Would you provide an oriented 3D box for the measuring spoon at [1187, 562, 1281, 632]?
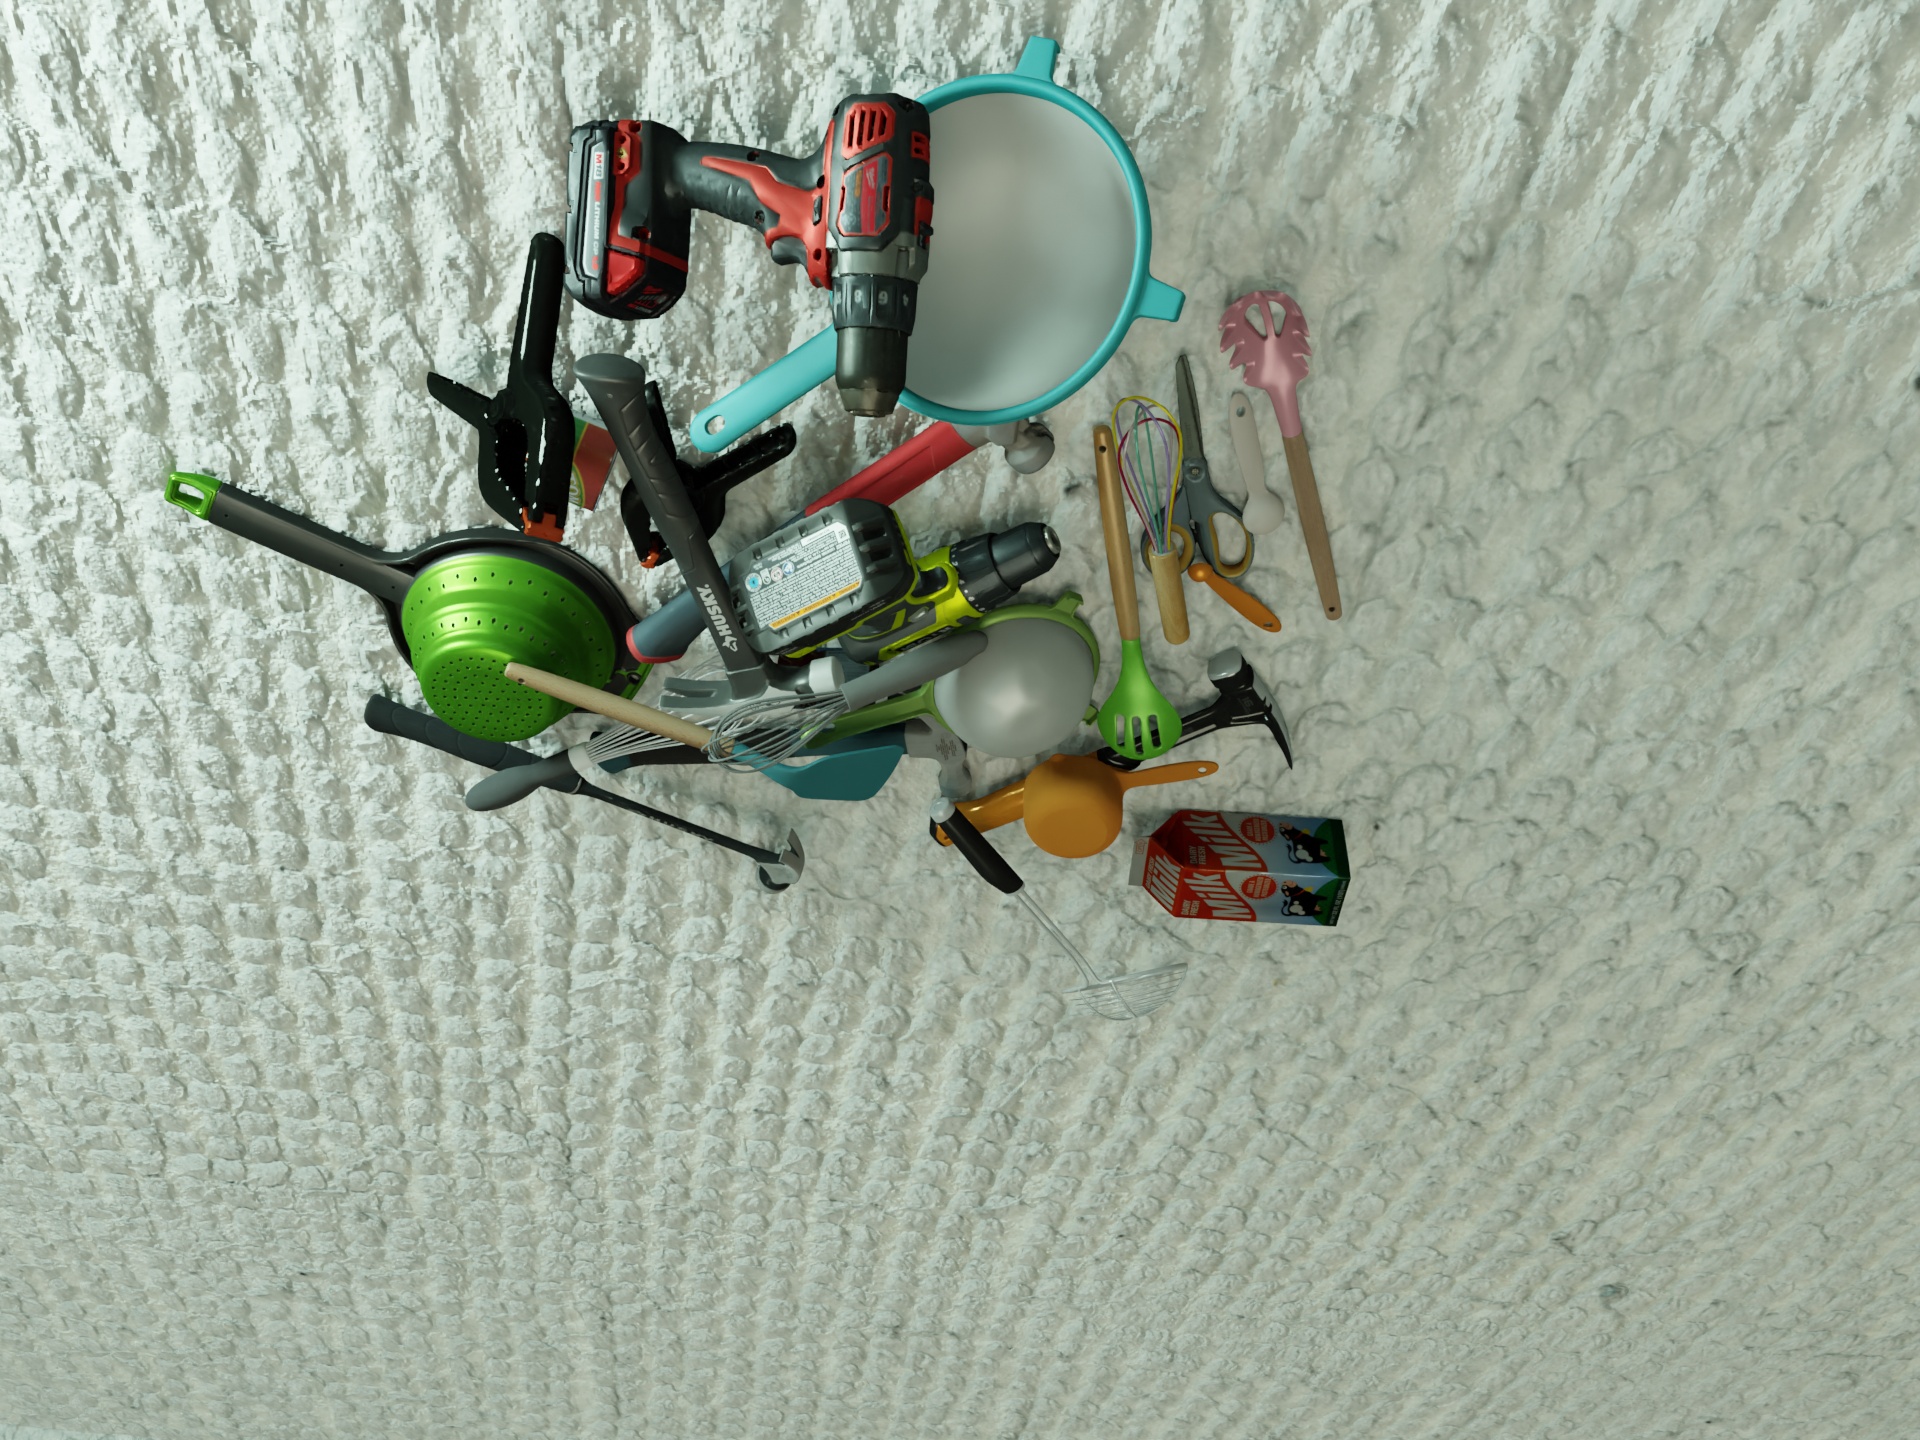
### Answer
[{"bbox_3d":[0.219,-0.094,1.259,0.021,0.011,0.116,-22,141,39],"label":"measuring spoon"}]

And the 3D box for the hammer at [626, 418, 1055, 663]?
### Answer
[{"bbox_3d":[-0.124,-0.152,1.204,0.386,0.038,0.143,-29,135,27],"label":"hammer"}]

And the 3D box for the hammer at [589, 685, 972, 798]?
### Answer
[{"bbox_3d":[-0.160,0.022,1.395,0.331,0.033,0.128,-2,135,6],"label":"hammer"}]

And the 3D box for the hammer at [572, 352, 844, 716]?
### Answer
[{"bbox_3d":[-0.205,-0.126,1.178,0.146,0.035,0.334,-10,134,11],"label":"hammer"}]

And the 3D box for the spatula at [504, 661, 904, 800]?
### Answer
[{"bbox_3d":[-0.205,0.007,1.270,0.317,0.044,0.082,20,139,-12],"label":"spatula"}]

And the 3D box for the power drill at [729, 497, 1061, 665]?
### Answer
[{"bbox_3d":[-0.044,-0.103,1.170,0.190,0.080,0.228,-23,170,24],"label":"power drill"}]

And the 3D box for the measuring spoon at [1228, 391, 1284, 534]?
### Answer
[{"bbox_3d":[0.218,-0.187,1.173,0.034,0.018,0.124,-30,129,-9],"label":"measuring spoon"}]

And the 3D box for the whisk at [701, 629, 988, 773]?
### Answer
[{"bbox_3d":[-0.088,-0.019,1.232,0.239,0.055,0.055,-23,132,-7],"label":"whisk"}]

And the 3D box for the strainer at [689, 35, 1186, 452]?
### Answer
[{"bbox_3d":[-0.024,-0.263,1.035,0.340,0.095,0.211,-28,84,22],"label":"strainer"}]

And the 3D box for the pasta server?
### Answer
[{"bbox_3d":[0.247,-0.185,1.166,0.060,0.040,0.315,-6,135,21],"label":"pasta server"}]

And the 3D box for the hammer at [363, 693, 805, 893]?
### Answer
[{"bbox_3d":[-0.329,0.063,1.419,0.408,0.036,0.149,22,160,-11],"label":"hammer"}]

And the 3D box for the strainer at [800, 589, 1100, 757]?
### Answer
[{"bbox_3d":[-0.002,-0.004,1.292,0.256,0.069,0.151,-16,136,-3],"label":"strainer"}]

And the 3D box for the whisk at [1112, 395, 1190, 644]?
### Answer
[{"bbox_3d":[0.151,-0.143,1.186,0.047,0.051,0.244,-10,138,8],"label":"whisk"}]

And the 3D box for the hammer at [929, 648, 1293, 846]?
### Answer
[{"bbox_3d":[0.122,0.046,1.400,0.337,0.034,0.127,-23,127,24],"label":"hammer"}]

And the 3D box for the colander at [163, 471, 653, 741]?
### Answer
[{"bbox_3d":[-0.444,-0.082,1.270,0.396,0.095,0.204,24,131,-19],"label":"colander"}]

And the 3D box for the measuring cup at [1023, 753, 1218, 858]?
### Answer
[{"bbox_3d":[0.136,0.070,1.360,0.173,0.052,0.095,-12,130,18],"label":"measuring cup"}]

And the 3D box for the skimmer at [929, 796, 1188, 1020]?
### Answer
[{"bbox_3d":[0.088,0.172,1.499,0.127,0.090,0.363,-19,127,32],"label":"skimmer"}]

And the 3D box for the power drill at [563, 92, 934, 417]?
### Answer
[{"bbox_3d":[-0.126,-0.285,0.983,0.227,0.080,0.188,5,96,17],"label":"power drill"}]

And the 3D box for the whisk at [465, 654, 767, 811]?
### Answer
[{"bbox_3d":[-0.290,0.019,1.344,0.284,0.070,0.070,-22,130,6],"label":"whisk"}]

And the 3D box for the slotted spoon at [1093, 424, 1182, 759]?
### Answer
[{"bbox_3d":[0.129,-0.088,1.252,0.070,0.031,0.313,-2,126,14],"label":"slotted spoon"}]
